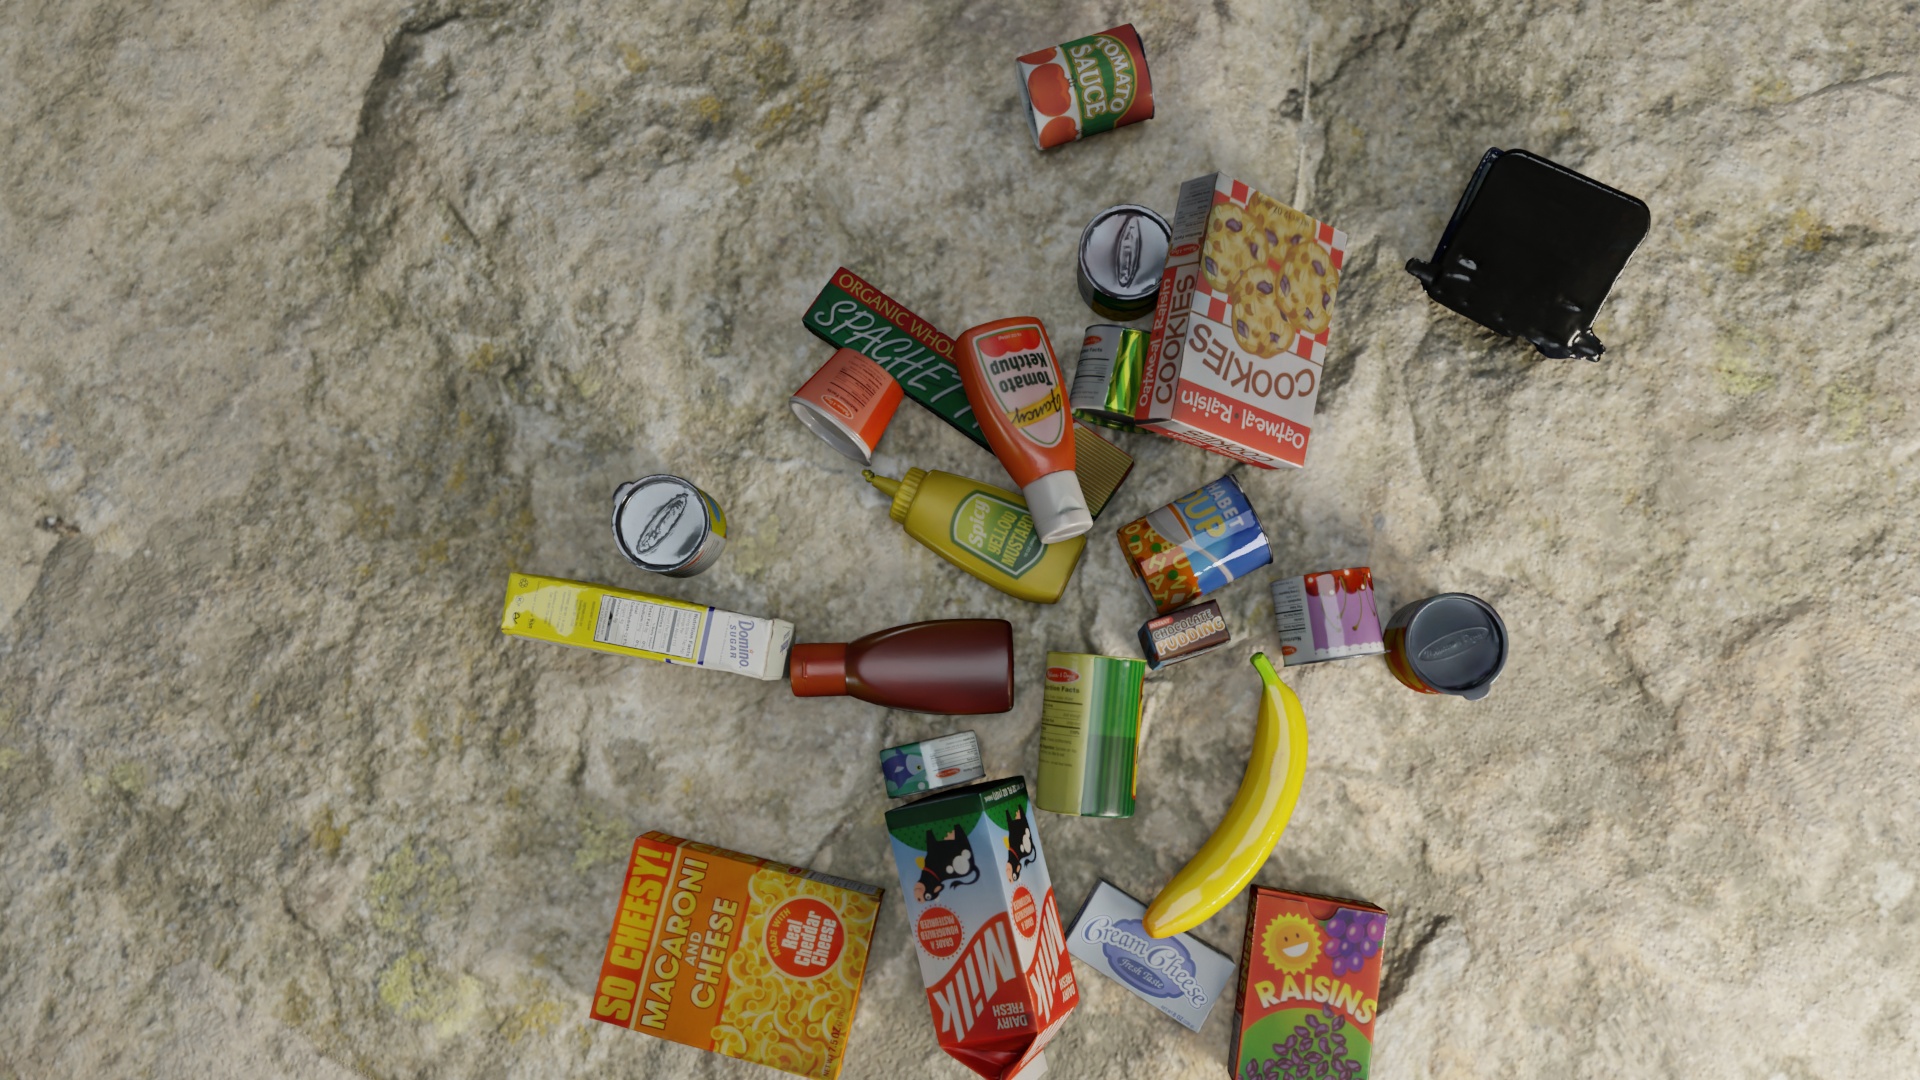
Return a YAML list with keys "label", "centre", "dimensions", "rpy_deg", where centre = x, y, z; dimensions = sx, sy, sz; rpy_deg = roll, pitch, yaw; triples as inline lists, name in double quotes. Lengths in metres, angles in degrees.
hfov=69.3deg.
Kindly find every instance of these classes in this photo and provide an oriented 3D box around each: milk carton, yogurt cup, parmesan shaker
- label: "milk carton"
  centre: [0.019, 0.255, 0.888]
  dimensions: [0.073, 0.072, 0.190]
  rpy_deg: [-17, 83, 25]
- label: "yogurt cup"
  centre: [-0.076, -0.095, 0.949]
  dimensions: [0.072, 0.072, 0.054]
  rpy_deg: [35, 78, 6]
- label: "parmesan shaker"
  centre: [0.084, 0.127, 0.916]
  dimensions: [0.071, 0.071, 0.103]
  rpy_deg: [5, 85, 3]

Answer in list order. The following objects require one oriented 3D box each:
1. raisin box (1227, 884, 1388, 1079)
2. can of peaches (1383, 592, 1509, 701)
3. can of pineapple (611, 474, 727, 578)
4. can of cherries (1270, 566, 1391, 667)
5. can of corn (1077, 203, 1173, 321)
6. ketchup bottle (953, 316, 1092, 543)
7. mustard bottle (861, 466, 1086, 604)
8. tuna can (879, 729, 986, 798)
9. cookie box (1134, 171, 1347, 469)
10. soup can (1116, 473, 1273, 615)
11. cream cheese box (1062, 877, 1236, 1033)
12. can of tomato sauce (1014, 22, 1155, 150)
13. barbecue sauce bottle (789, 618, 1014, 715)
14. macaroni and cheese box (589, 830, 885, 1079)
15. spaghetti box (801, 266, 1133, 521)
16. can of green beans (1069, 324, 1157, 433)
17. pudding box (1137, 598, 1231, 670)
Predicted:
- label: "raisin box"
  centre: [0.224, 0.292, 0.901]
  dimensions: [0.086, 0.040, 0.123]
  rpy_deg: [9, 83, 5]
- label: "can of peaches"
  centre: [0.318, 0.071, 0.913]
  dimensions: [0.071, 0.058, 0.071]
  rpy_deg: [0, 84, 2]
- label: "can of pineapple"
  centre: [-0.198, -0.010, 0.947]
  dimensions: [0.071, 0.058, 0.071]
  rpy_deg: [0, 83, 3]
- label: "can of cherries"
  centre: [0.244, 0.050, 0.916]
  dimensions: [0.071, 0.071, 0.058]
  rpy_deg: [-8, 82, 2]
- label: "can of corn"
  centre: [0.116, -0.189, 0.952]
  dimensions: [0.071, 0.058, 0.071]
  rpy_deg: [0, 83, 3]
- label: "ketchup bottle"
  centre: [0.046, -0.072, 0.913]
  dimensions: [0.065, 0.043, 0.149]
  rpy_deg: [-13, 75, -20]
- label: "mustard bottle"
  centre: [0.003, -0.012, 0.941]
  dimensions: [0.160, 0.048, 0.065]
  rpy_deg: [24, 80, 5]
- label: "tuna can"
  centre: [-0.020, 0.148, 0.918]
  dimensions: [0.071, 0.071, 0.033]
  rpy_deg: [-13, 82, 1]
- label: "cookie box"
  centre: [0.187, -0.142, 0.923]
  dimensions: [0.123, 0.040, 0.167]
  rpy_deg: [15, 83, -32]
- label: "soup can"
  centre: [0.154, 0.001, 0.923]
  dimensions: [0.084, 0.071, 0.071]
  rpy_deg: [-26, 83, 0]
- label: "cream cheese box"
  centre: [0.123, 0.272, 0.915]
  dimensions: [0.104, 0.024, 0.053]
  rpy_deg: [31, 84, 6]
- label: "can of tomato sauce"
  centre: [0.086, -0.314, 0.963]
  dimensions: [0.083, 0.071, 0.071]
  rpy_deg: [-16, 83, 1]
- label: "barbecue sauce bottle"
  centre: [-0.039, 0.086, 0.935]
  dimensions: [0.148, 0.043, 0.065]
  rpy_deg: [-2, 83, 3]
- label: "macaroni and cheese box"
  centre: [-0.146, 0.274, 0.920]
  dimensions: [0.166, 0.040, 0.124]
  rpy_deg: [14, 84, 4]
- label: "spaghetti box"
  centre: [0.003, -0.103, 0.963]
  dimensions: [0.250, 0.028, 0.050]
  rpy_deg: [34, 85, 6]
- label: "can of green beans"
  centre: [0.110, -0.108, 0.939]
  dimensions: [0.071, 0.071, 0.058]
  rpy_deg: [13, 85, 4]
- label: "pudding box"
  centre: [0.145, 0.063, 0.909]
  dimensions: [0.050, 0.083, 0.030]
  rpy_deg: [-19, 81, 1]
